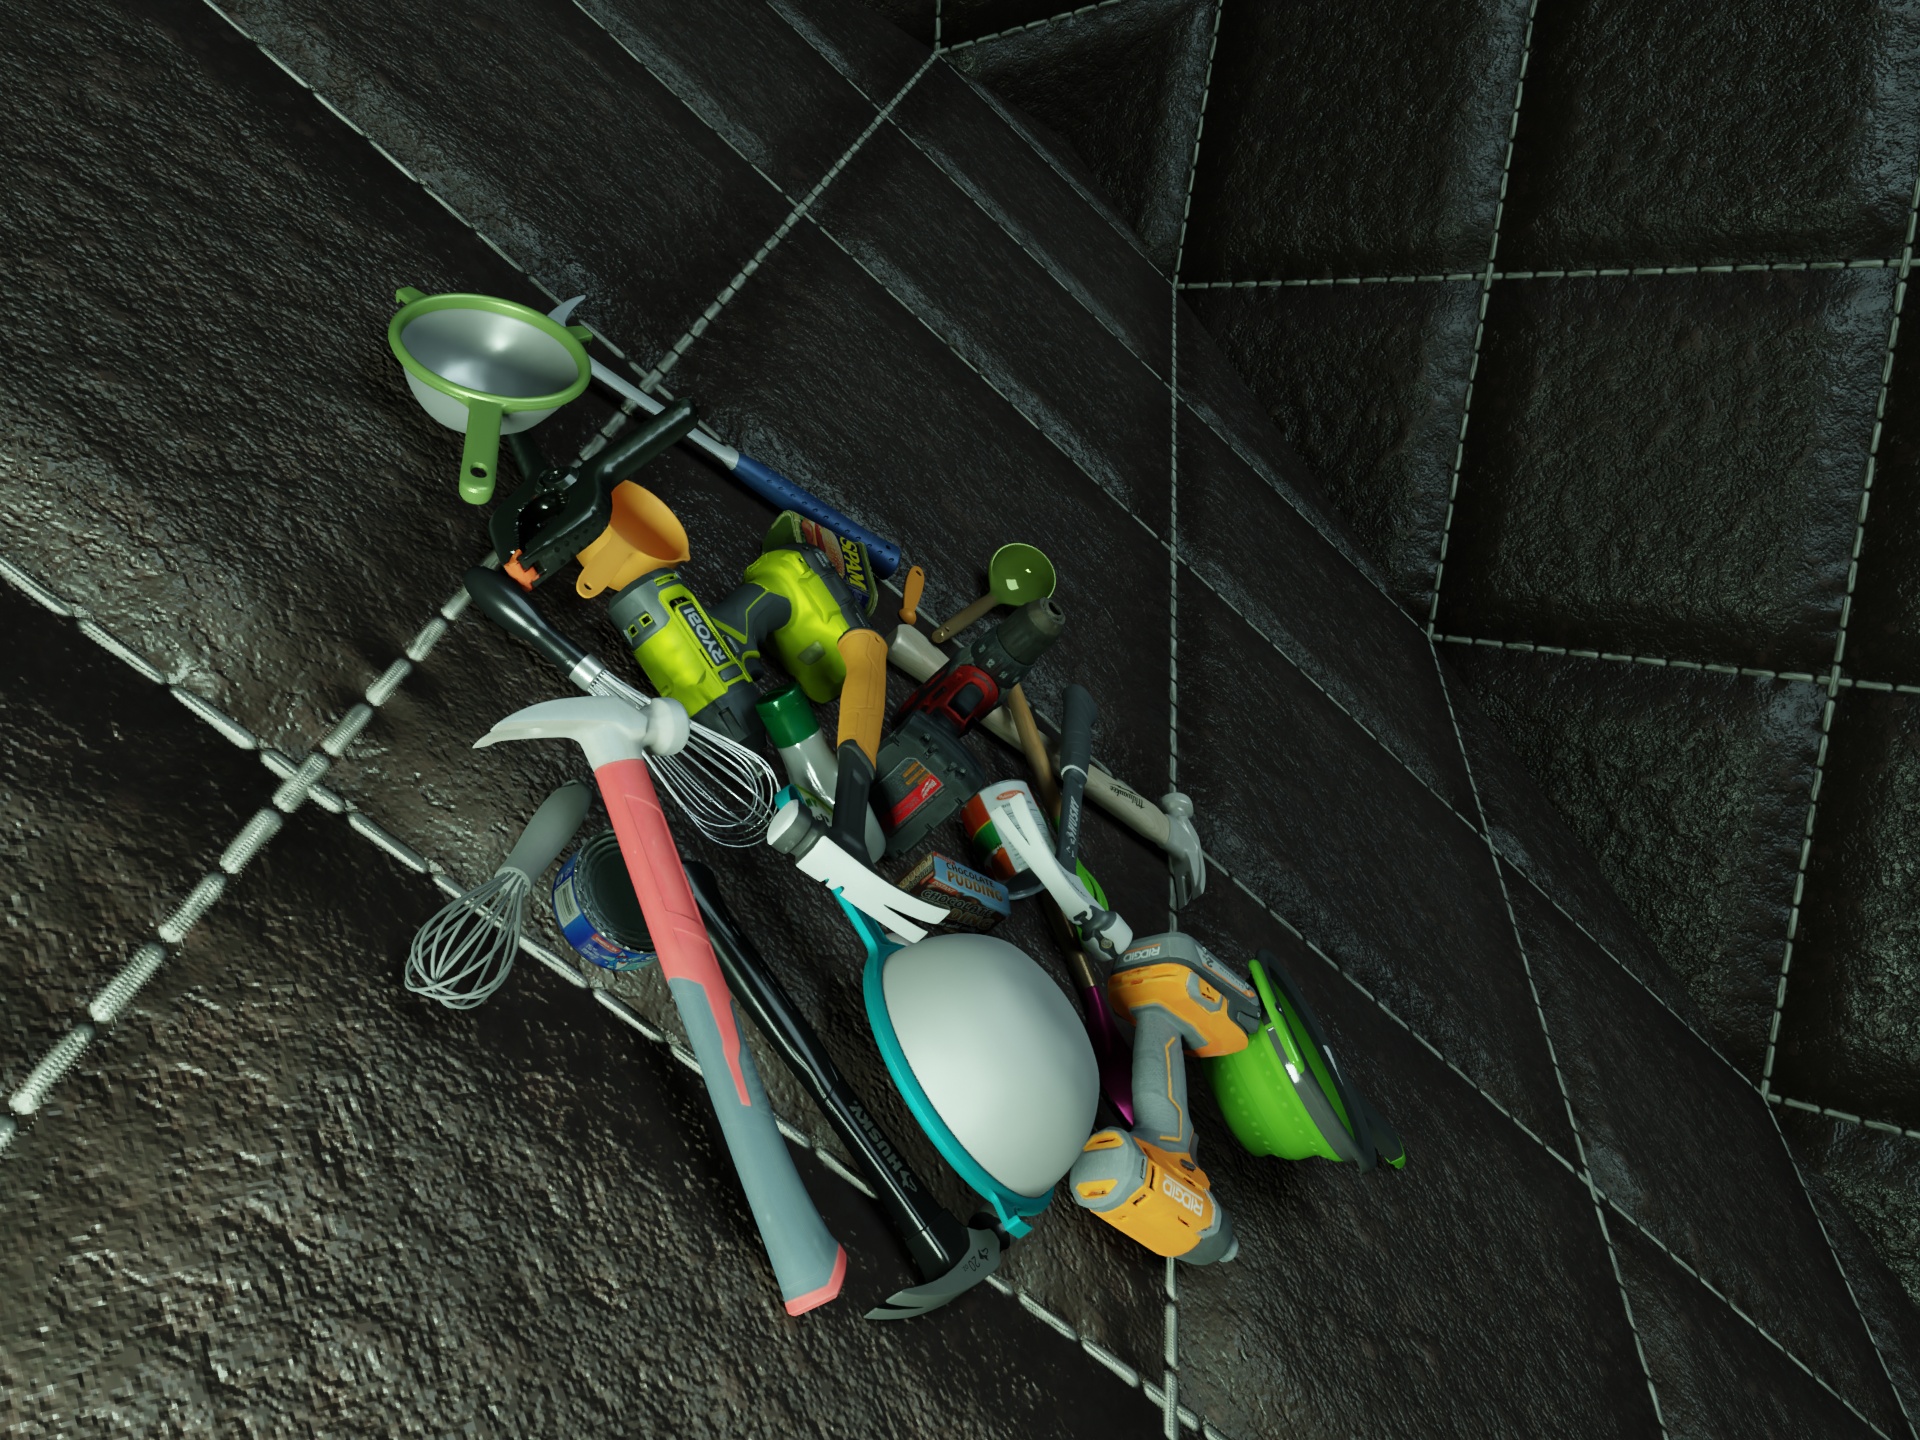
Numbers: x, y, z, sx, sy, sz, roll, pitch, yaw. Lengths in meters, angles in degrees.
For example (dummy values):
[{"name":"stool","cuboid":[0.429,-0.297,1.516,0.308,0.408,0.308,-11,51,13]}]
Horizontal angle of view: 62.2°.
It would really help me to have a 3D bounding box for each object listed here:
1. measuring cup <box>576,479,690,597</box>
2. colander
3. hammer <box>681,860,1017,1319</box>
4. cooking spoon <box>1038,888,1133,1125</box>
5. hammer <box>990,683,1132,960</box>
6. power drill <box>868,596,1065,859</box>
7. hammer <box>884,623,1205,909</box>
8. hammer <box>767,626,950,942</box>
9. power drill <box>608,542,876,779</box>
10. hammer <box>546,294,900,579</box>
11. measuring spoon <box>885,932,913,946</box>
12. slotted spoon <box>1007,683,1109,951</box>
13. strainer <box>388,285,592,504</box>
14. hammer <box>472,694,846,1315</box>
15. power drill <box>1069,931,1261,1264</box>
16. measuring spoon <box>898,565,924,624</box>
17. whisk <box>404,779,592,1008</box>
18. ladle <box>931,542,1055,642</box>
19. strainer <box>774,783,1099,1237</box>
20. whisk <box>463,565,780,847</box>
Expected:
[{"name":"measuring cup","cuboid":[-0.272,-0.121,1.220,0.095,0.052,0.174,41,29,-14]},{"name":"colander","cuboid":[0.308,0.348,1.430,0.396,0.094,0.205,46,19,-47]},{"name":"hammer","cuboid":[-0.095,0.230,1.027,0.335,0.035,0.146,52,26,10]},{"name":"cooking spoon","cuboid":[0.102,0.209,1.365,0.068,0.017,0.319,19,39,-46]},{"name":"hammer","cuboid":[0.096,0.054,1.418,0.149,0.036,0.409,50,18,-14]},{"name":"power drill","cuboid":[-0.002,-0.004,1.318,0.080,0.188,0.227,44,31,-8]},{"name":"hammer","cuboid":[0.087,0.038,1.557,0.410,0.038,0.146,34,31,-24]},{"name":"hammer","cuboid":[-0.067,0.023,1.143,0.127,0.034,0.337,37,22,-19]},{"name":"power drill","cuboid":[-0.161,-0.053,1.266,0.171,0.080,0.223,56,30,0]},{"name":"hammer","cuboid":[-0.221,-0.253,1.490,0.405,0.035,0.144,32,31,-29]},{"name":"measuring spoon","cuboid":[-0.023,0.209,1.180,0.034,0.018,0.124,2,52,-55]},{"name":"slotted spoon","cuboid":[0.082,0.070,1.453,0.070,0.031,0.314,50,18,-52]},{"name":"strainer","cuboid":[-0.360,-0.227,1.197,0.151,0.069,0.257,9,42,-20]},{"name":"hammer","cuboid":[-0.166,0.163,0.942,0.143,0.038,0.386,-5,66,-50]},{"name":"power drill","cuboid":[0.169,0.298,1.225,0.164,0.084,0.227,40,47,-30]},{"name":"measuring spoon","cuboid":[-0.046,-0.130,1.609,0.021,0.011,0.117,39,28,-17]},{"name":"whisk","cuboid":[-0.264,0.094,0.947,0.055,0.055,0.239,42,24,-12]},{"name":"ladle","cuboid":[0.031,-0.127,1.642,0.078,0.062,0.320,45,22,1]},{"name":"strainer","cuboid":[-0.003,0.171,1.099,0.340,0.095,0.211,57,12,4]},{"name":"whisk","cuboid":[-0.238,-0.013,1.122,0.284,0.070,0.070,41,27,-4]}]
